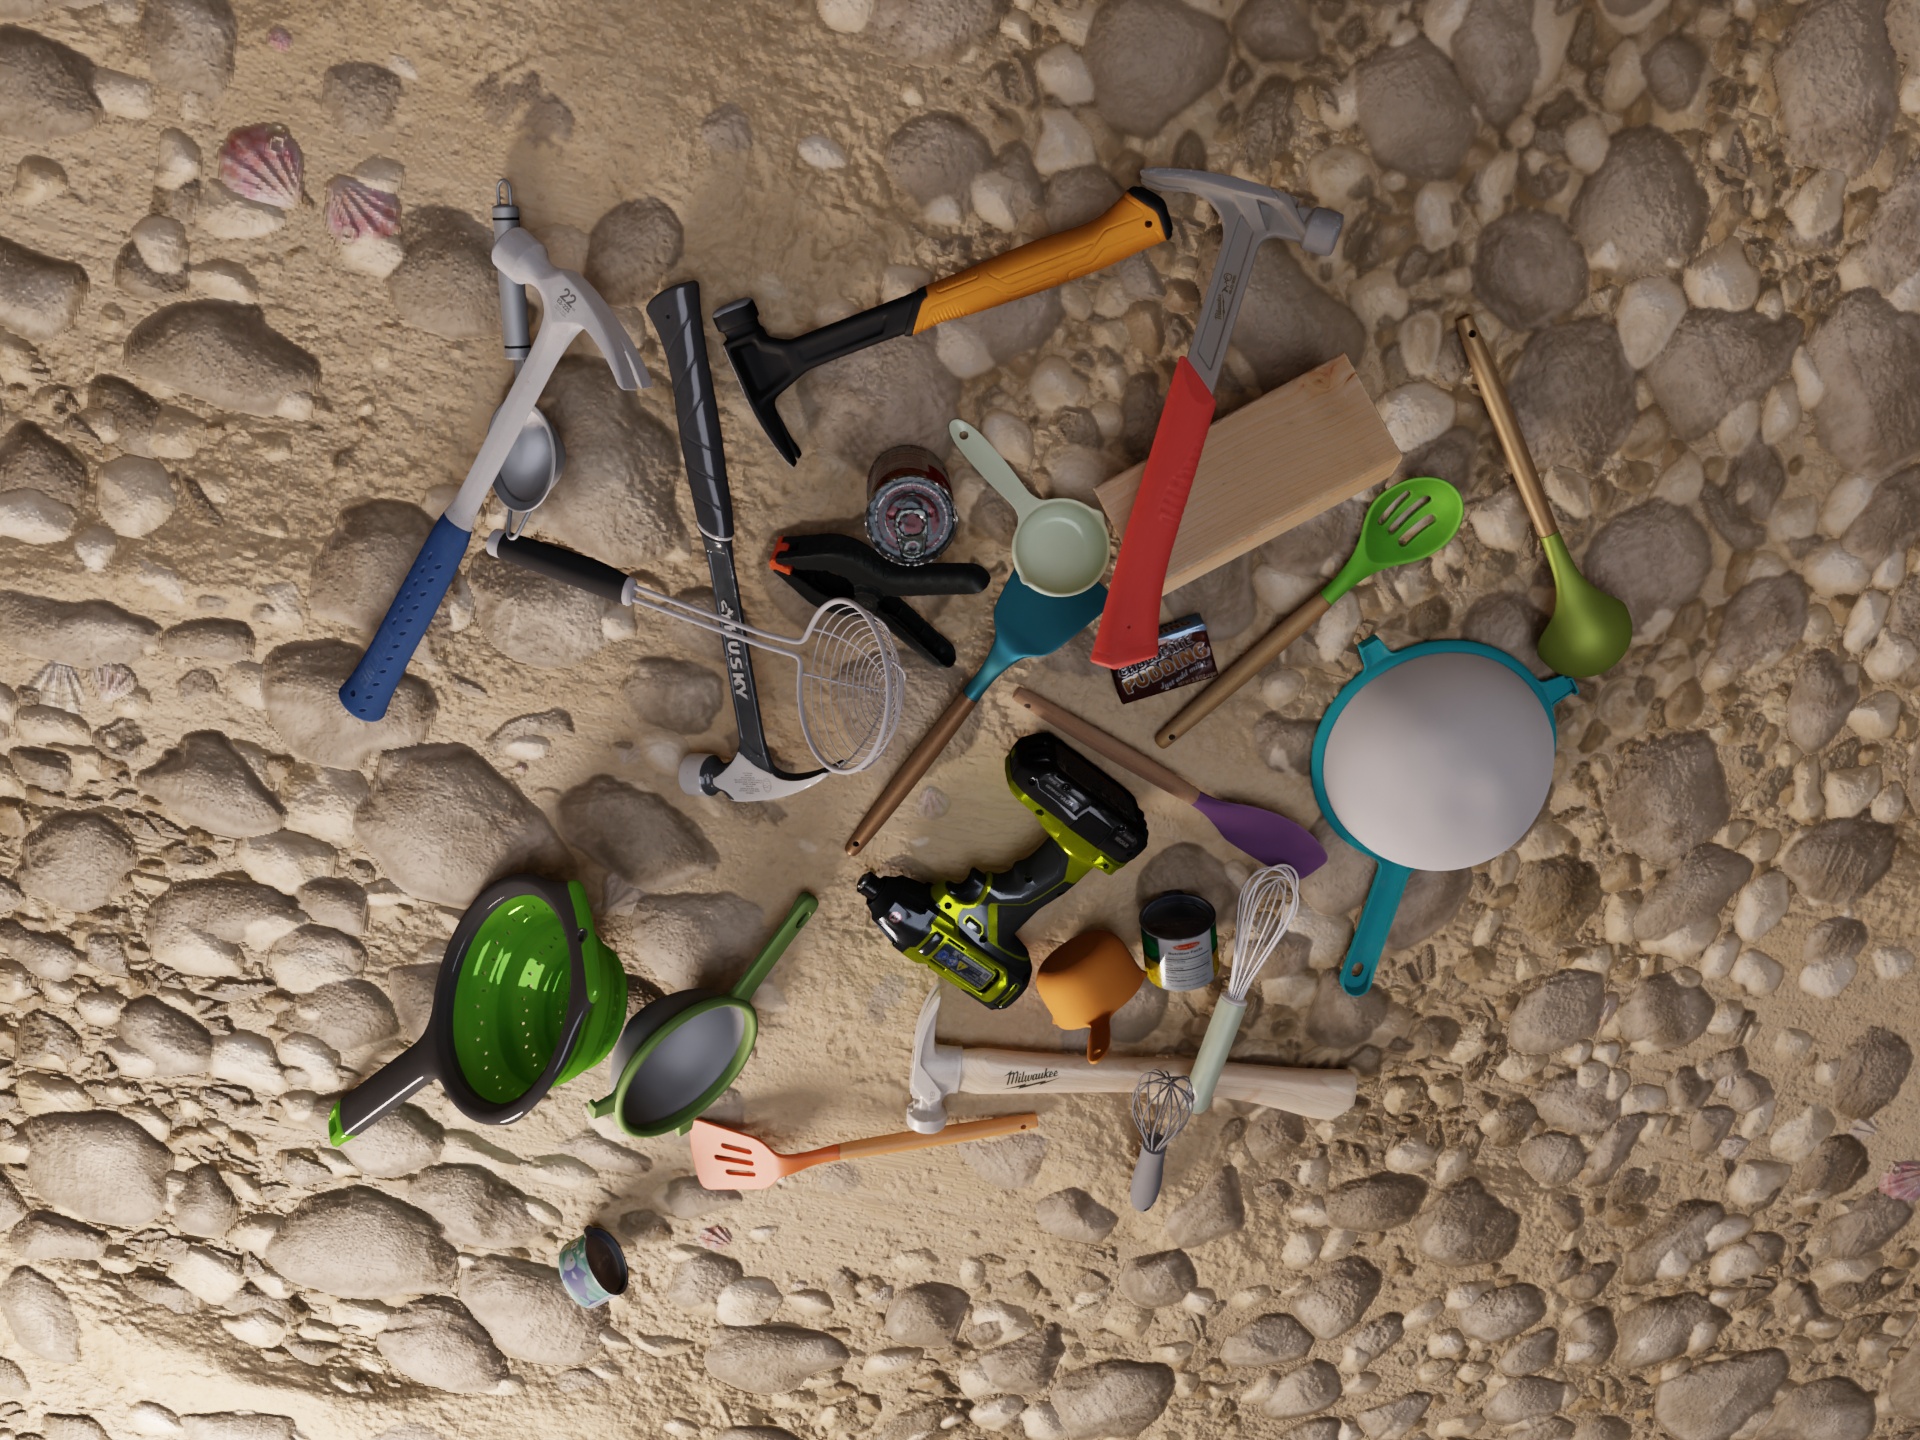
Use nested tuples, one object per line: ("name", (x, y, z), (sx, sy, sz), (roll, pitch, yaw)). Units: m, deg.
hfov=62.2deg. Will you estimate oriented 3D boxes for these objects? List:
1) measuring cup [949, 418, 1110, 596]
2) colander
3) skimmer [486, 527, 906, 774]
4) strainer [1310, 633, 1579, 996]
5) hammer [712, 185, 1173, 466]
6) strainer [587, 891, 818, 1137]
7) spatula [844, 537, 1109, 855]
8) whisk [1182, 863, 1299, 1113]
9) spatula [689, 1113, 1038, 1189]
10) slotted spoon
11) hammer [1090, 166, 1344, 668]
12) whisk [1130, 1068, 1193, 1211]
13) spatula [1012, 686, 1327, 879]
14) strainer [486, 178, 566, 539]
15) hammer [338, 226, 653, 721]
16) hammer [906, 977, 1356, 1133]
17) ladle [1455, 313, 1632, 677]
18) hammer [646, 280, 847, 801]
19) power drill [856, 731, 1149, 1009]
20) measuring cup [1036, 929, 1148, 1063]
("measuring cup", (0.047, -0.168, 1.244), (0.083, 0.038, 0.167), (-41, 92, -3))
("colander", (-0.405, 0.278, 1.371), (0.397, 0.205, 0.094), (-36, 146, 28))
("skimmer", (-0.204, -0.070, 1.175), (0.363, 0.090, 0.127), (20, 114, 11))
("strainer", (0.392, 0.104, 1.343), (0.211, 0.095, 0.340), (11, 111, -8))
("hammer", (-0.007, -0.298, 1.155), (0.337, 0.034, 0.127), (-18, 113, 15))
("strainer", (-0.222, 0.241, 1.381), (0.256, 0.069, 0.151), (-53, 150, -2))
("spatula", (-0.002, -0.004, 1.310), (0.082, 0.044, 0.317), (38, 113, -1))
("whisk", (0.244, 0.238, 1.401), (0.059, 0.058, 0.246), (7, 107, -35))
("spatula", (-0.089, 0.390, 1.478), (0.322, 0.041, 0.081), (-8, 114, -5))
("slotted spoon", (0.276, -0.083, 1.295), (0.070, 0.031, 0.313), (42, 107, -19))
("hammer", (0.151, -0.213, 1.147), (0.149, 0.036, 0.359), (17, 92, 9))
("whisk", (0.174, 0.387, 1.441), (0.055, 0.055, 0.238), (-2, 137, -3))
("spatula", (0.179, 0.052, 1.348), (0.315, 0.018, 0.059), (29, 134, -13))
("strainer", (-0.324, -0.264, 1.175), (0.087, 0.050, 0.258), (14, 113, 37))
("hammer", (-0.366, -0.153, 1.183), (0.144, 0.035, 0.405), (42, 117, 11))
("hammer", (0.160, 0.316, 1.453), (0.410, 0.038, 0.146), (4, 111, -5))
("ladle", (0.454, -0.175, 1.265), (0.078, 0.062, 0.320), (-26, 105, 8))
("hammer", (-0.182, -0.127, 1.223), (0.149, 0.036, 0.408), (3, 111, 27))
("power drill", (0.035, 0.125, 1.344), (0.171, 0.080, 0.223), (36, 109, -17))
("measuring cup", (0.105, 0.231, 1.339), (0.095, 0.174, 0.052), (-30, 99, 11))
